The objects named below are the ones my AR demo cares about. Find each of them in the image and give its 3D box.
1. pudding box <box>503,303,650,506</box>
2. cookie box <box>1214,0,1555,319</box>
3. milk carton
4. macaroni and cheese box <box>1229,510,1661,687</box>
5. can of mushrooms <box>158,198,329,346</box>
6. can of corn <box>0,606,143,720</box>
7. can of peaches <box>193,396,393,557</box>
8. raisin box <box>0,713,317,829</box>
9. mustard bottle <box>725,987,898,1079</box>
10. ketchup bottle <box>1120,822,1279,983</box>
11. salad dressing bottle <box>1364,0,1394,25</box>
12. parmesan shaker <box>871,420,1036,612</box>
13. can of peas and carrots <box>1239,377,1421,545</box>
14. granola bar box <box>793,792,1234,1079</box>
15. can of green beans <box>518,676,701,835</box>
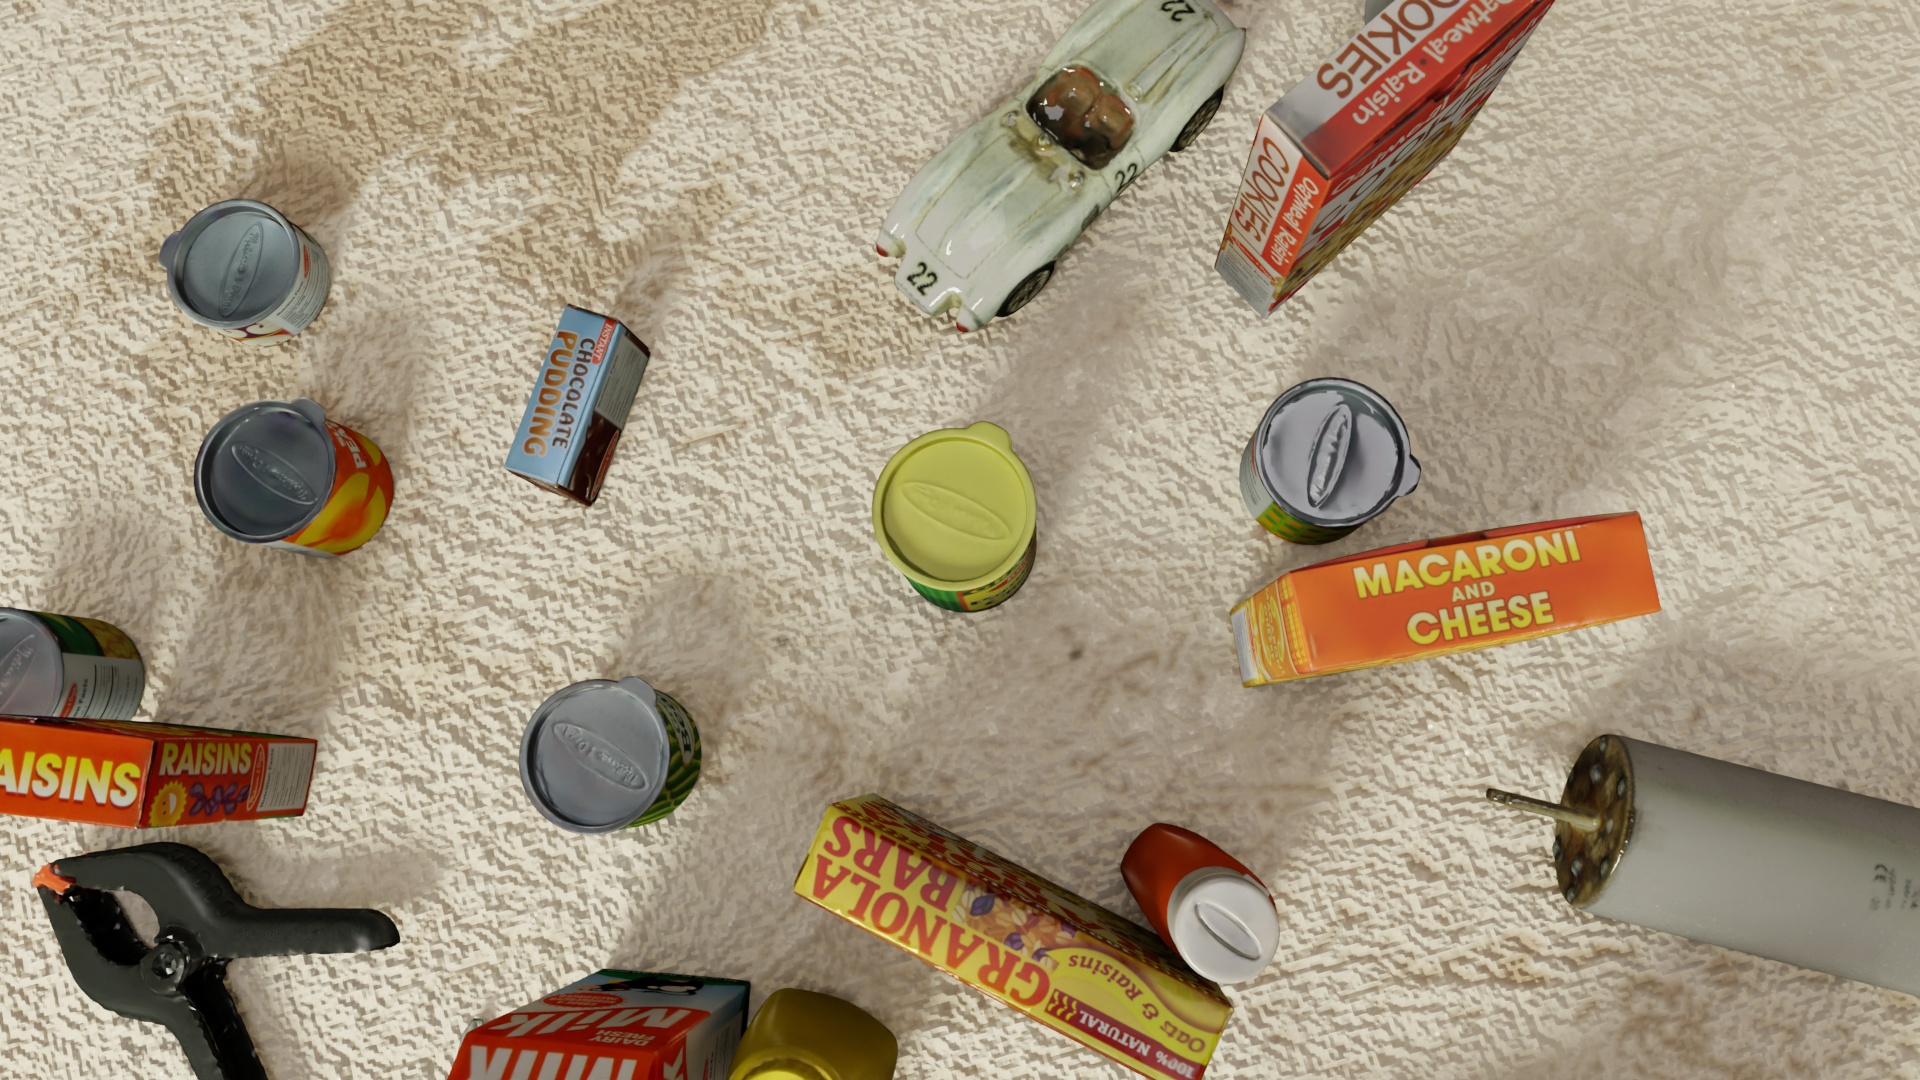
[{"bbox_3d":[-0.178,-0.062,0.652,0.030,0.049,0.084,17,83,6],"label":"pudding box"},{"bbox_3d":[0.173,-0.170,0.587,0.123,0.167,0.040,-42,81,-3],"label":"cookie box"},{"bbox_3d":[-0.139,0.218,0.533,0.072,0.190,0.073,3,82,4],"label":"milk carton"},{"bbox_3d":[0.180,0.028,0.555,0.124,0.166,0.040,-10,81,2],"label":"macaroni and cheese box"},{"bbox_3d":[-0.351,-0.131,0.682,0.071,0.033,0.071,-1,81,4],"label":"can of mushrooms"},{"bbox_3d":[-0.429,0.065,0.643,0.071,0.058,0.071,-1,81,4],"label":"can of corn"},{"bbox_3d":[-0.308,-0.029,0.650,0.071,0.058,0.071,-1,81,4],"label":"can of peaches"},{"bbox_3d":[-0.351,0.099,0.600,0.086,0.123,0.040,6,82,5],"label":"raisin box"},{"bbox_3d":[-0.064,0.215,0.544,0.065,0.160,0.049,21,83,7],"label":"mustard bottle"},{"bbox_3d":[0.097,0.144,0.551,0.065,0.148,0.043,38,86,8],"label":"ketchup bottle"},{"bbox_3d":[0.219,-0.254,0.608,0.064,0.147,0.044,28,84,7],"label":"salad dressing bottle"},{"bbox_3d":[0.002,-0.008,0.604,0.071,0.103,0.071,-1,81,4],"label":"parmesan shaker"},{"bbox_3d":[0.163,-0.033,0.621,0.071,0.058,0.071,-1,81,4],"label":"can of peas and carrots"},{"bbox_3d":[0.021,0.158,0.566,0.166,0.124,0.039,25,84,7],"label":"granola bar box"},{"bbox_3d":[-0.154,0.096,0.621,0.071,0.057,0.071,-1,81,4],"label":"can of green beans"}]
